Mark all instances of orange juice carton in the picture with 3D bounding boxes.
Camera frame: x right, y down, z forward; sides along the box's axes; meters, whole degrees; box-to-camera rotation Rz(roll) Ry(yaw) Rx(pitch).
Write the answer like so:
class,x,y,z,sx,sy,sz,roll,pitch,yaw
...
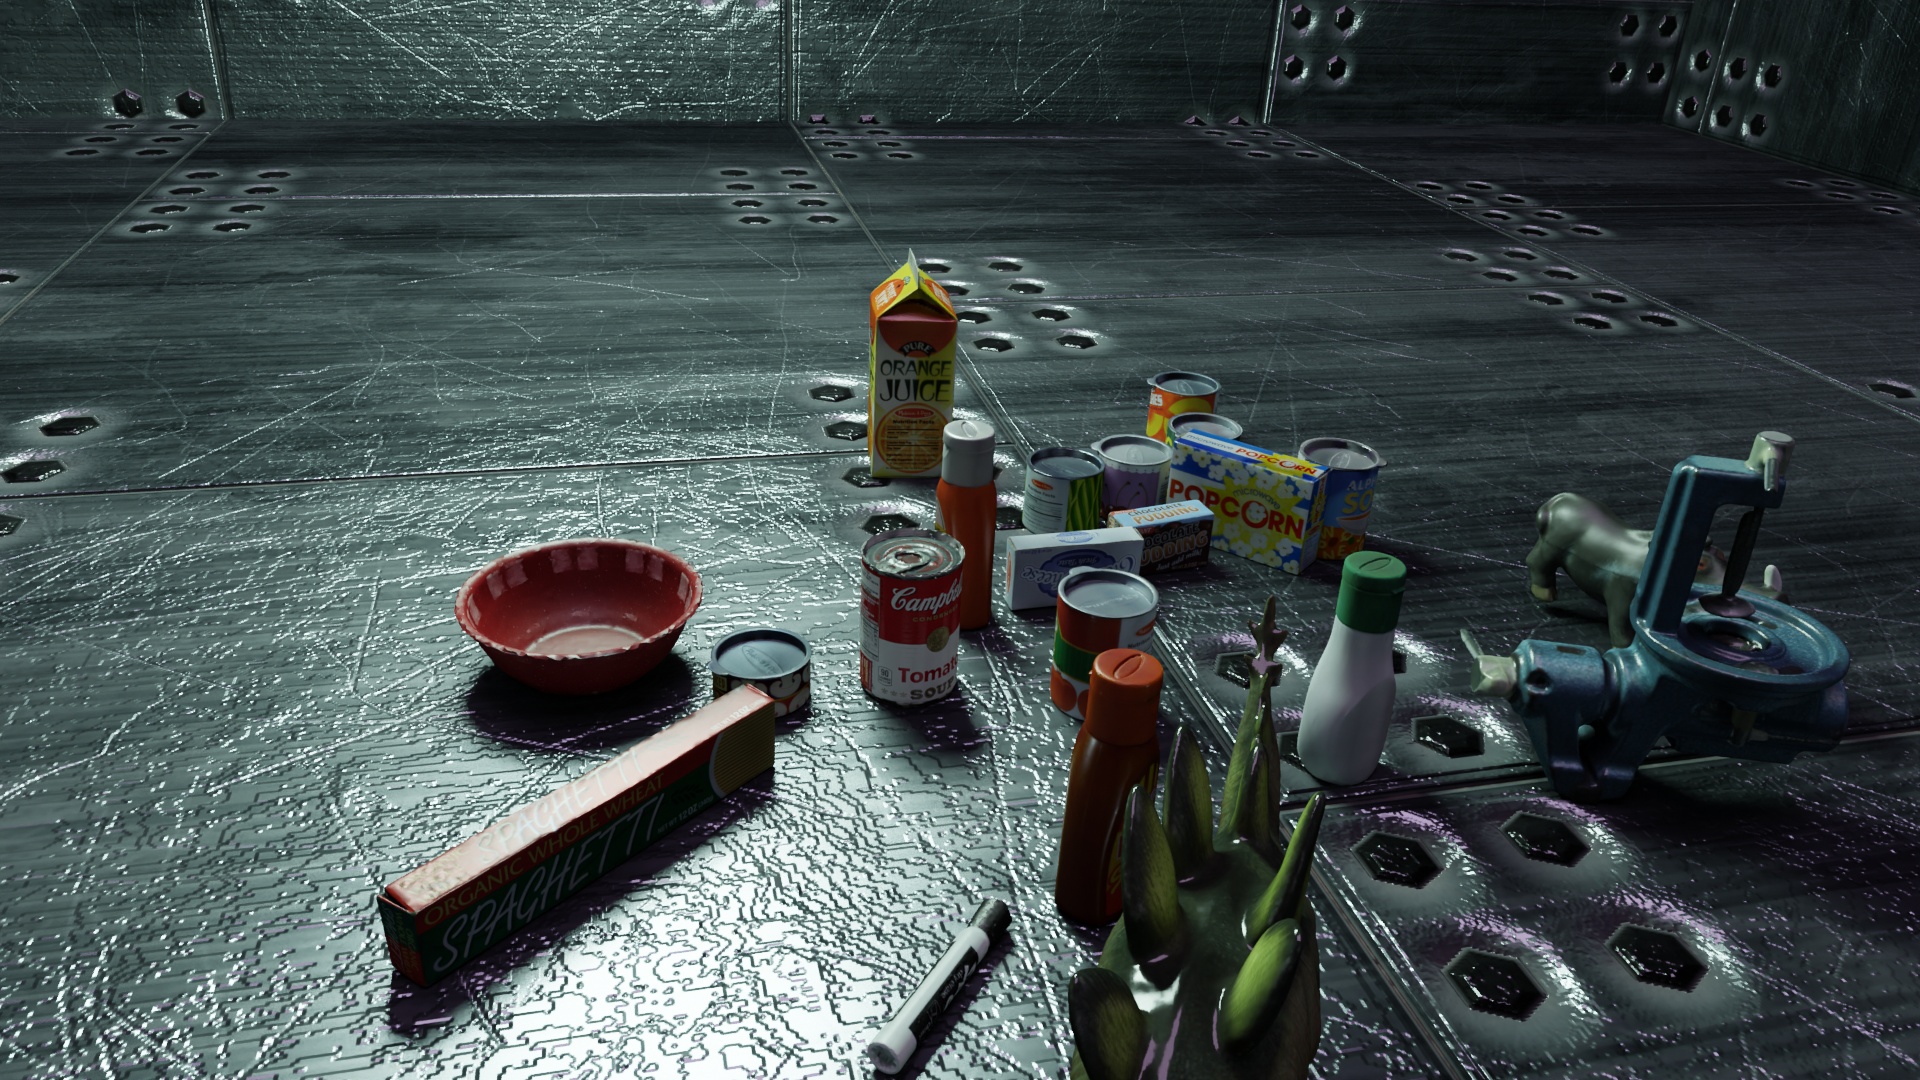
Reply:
class,x,y,z,sx,sy,sz,roll,pitch,yaw
orange juice carton,-0.044,-0.157,1.236,0.073,0.191,0.072,-1,27,-7

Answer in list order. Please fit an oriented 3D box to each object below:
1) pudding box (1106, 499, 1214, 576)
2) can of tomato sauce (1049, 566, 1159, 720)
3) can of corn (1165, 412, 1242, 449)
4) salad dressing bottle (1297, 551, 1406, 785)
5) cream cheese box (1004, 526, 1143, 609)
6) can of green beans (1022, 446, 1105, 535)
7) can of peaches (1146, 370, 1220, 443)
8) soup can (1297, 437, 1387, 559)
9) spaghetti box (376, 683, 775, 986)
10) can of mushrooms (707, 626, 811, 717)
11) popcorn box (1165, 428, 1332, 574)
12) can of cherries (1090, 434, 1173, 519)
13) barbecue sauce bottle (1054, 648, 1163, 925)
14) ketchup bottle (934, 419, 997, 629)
class,x,y,z,sx,sy,sz,roll,pitch,yaw
pudding box,0.158,-0.002,1.110,0.084,0.049,0.030,-8,29,-21
can of tomato sauce,0.094,0.069,0.928,0.071,0.082,0.071,3,27,-1
can of corn,0.215,-0.076,1.253,0.071,0.058,0.071,3,27,-1
salad dressing bottle,0.243,0.079,0.855,0.064,0.147,0.044,-16,33,-33
cream cheese box,0.085,0.021,1.054,0.104,0.053,0.024,-5,28,-16
can of green beans,0.086,-0.040,1.169,0.071,0.057,0.071,3,27,-1
can of peaches,0.214,-0.127,1.353,0.071,0.057,0.071,3,27,-1
soup can,0.311,-0.034,1.154,0.071,0.083,0.071,3,27,-1
spaghetti box,-0.199,0.154,0.766,0.029,0.050,0.251,21,32,32
can of mushrooms,-0.134,0.088,0.921,0.071,0.033,0.071,3,27,-1
popcorn box,0.233,-0.033,1.142,0.127,0.084,0.038,20,31,30
can of cherries,0.146,-0.053,1.201,0.071,0.058,0.072,3,27,-1
barbecue sauce bottle,0.081,0.129,0.738,0.044,0.147,0.065,19,31,29
ketchup bottle,0.004,-0.013,1.007,0.043,0.148,0.065,-3,27,-13
